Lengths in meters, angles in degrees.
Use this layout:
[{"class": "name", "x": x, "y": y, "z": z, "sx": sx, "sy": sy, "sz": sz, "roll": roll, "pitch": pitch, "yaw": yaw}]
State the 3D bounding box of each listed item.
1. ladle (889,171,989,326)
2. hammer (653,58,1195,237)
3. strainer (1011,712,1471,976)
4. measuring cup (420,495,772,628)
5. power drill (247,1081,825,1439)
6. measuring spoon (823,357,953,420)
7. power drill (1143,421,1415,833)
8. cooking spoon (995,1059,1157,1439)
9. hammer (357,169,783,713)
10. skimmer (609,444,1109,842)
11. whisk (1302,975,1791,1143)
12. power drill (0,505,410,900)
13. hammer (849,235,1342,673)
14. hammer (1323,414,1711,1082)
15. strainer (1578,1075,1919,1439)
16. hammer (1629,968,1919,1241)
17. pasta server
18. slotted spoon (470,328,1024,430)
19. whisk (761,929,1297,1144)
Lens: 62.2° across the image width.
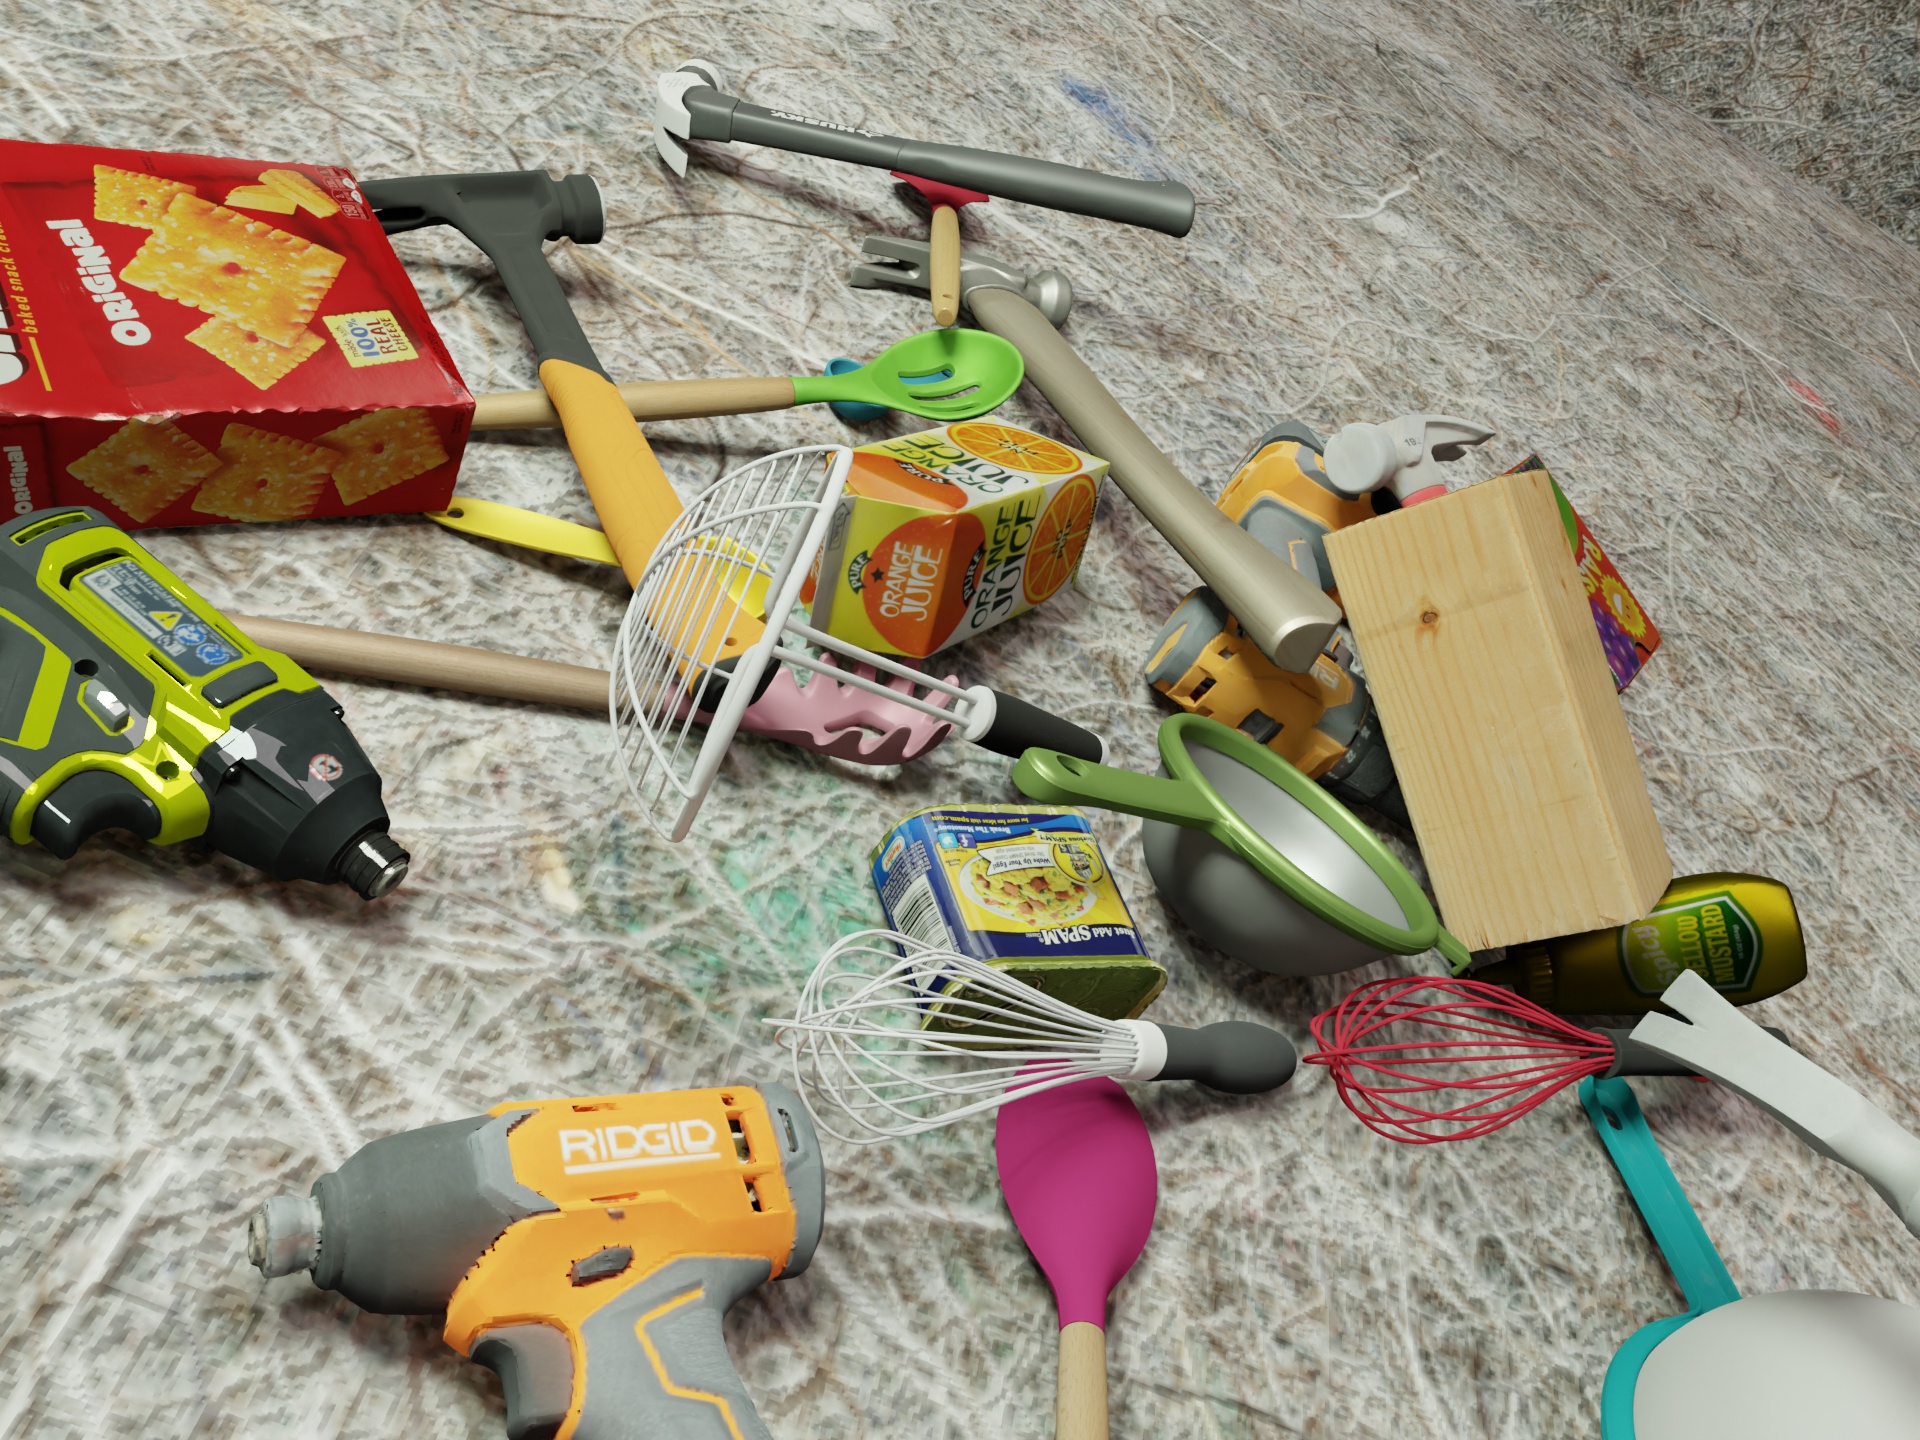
[{"class": "ladle", "x": -0.011, "y": -0.295, "z": 0.960, "sx": 0.069, "sy": 0.031, "sz": 0.316, "roll": 12, "pitch": 32, "yaw": -9}, {"class": "hammer", "x": -0.021, "y": -0.340, "z": 0.968, "sx": 0.334, "sy": 0.035, "sz": 0.146, "roll": 10, "pitch": 33, "yaw": -5}, {"class": "strainer", "x": 0.097, "y": 0.059, "z": 0.671, "sx": 0.256, "sy": 0.069, "sz": 0.152, "roll": 14, "pitch": 29, "yaw": -45}, {"class": "measuring cup", "x": -0.159, "y": -0.066, "z": 0.697, "sx": 0.156, "sy": 0.029, "sz": 0.062, "roll": 15, "pitch": 43, "yaw": -4}, {"class": "power drill", "x": -0.097, "y": 0.204, "z": 0.424, "sx": 0.164, "sy": 0.084, "sz": 0.227, "roll": 4, "pitch": 44, "yaw": -31}, {"class": "measuring spoon", "x": -0.037, "y": -0.188, "z": 0.904, "sx": 0.042, "sy": 0.021, "sz": 0.128, "roll": 45, "pitch": 32, "yaw": 12}, {"class": "power drill", "x": 0.208, "y": -0.049, "z": 0.881, "sx": 0.185, "sy": 0.084, "sz": 0.226, "roll": 32, "pitch": 44, "yaw": -6}, {"class": "cooking spoon", "x": 0.039, "y": 0.216, "z": 0.504, "sx": 0.068, "sy": 0.017, "sz": 0.319, "roll": 24, "pitch": 29, "yaw": -9}, {"class": "hammer", "x": -0.168, "y": -0.134, "z": 0.698, "sx": 0.127, "sy": 0.034, "sz": 0.337, "roll": -13, "pitch": 55, "yaw": -29}, {"class": "skimmer", "x": -0.001, "y": -0.002, "z": 0.588, "sx": 0.090, "sy": 0.127, "sz": 0.363, "roll": 25, "pitch": 3, "yaw": 30}, {"class": "whisk", "x": 0.274, "y": 0.150, "z": 0.713, "sx": 0.295, "sy": 0.073, "sz": 0.073, "roll": 5, "pitch": 48, "yaw": -28}, {"class": "power drill", "x": -0.289, "y": 0.034, "z": 0.466, "sx": 0.171, "sy": 0.080, "sz": 0.223, "roll": 39, "pitch": 37, "yaw": 6}, {"class": "hammer", "x": 0.071, "y": -0.159, "z": 0.861, "sx": 0.146, "sy": 0.038, "sz": 0.411, "roll": 3, "pitch": 36, "yaw": -30}, {"class": "hammer", "x": 0.328, "y": 0.005, "z": 0.863, "sx": 0.143, "sy": 0.038, "sz": 0.386, "roll": -12, "pitch": 73, "yaw": -44}, {"class": "strainer", "x": 0.342, "y": 0.246, "z": 0.620, "sx": 0.211, "sy": 0.095, "sz": 0.341, "roll": 16, "pitch": 32, "yaw": -18}, {"class": "hammer", "x": 0.403, "y": 0.222, "z": 0.646, "sx": 0.405, "sy": 0.035, "sz": 0.144, "roll": 39, "pitch": 2, "yaw": -36}, {"class": "pasta server", "x": -0.146, "y": -0.019, "z": 0.642, "sx": 0.316, "sy": 0.040, "sz": 0.060, "roll": 9, "pitch": 34, "yaw": -26}, {"class": "slotted spoon", "x": -0.109, "y": -0.161, "z": 0.782, "sx": 0.313, "sy": 0.031, "sz": 0.070, "roll": -11, "pitch": 52, "yaw": -28}, {"class": "whisk", "x": 0.043, "y": 0.120, "z": 0.586, "sx": 0.284, "sy": 0.070, "sz": 0.070, "roll": 16, "pitch": 41, "yaw": -46}]
